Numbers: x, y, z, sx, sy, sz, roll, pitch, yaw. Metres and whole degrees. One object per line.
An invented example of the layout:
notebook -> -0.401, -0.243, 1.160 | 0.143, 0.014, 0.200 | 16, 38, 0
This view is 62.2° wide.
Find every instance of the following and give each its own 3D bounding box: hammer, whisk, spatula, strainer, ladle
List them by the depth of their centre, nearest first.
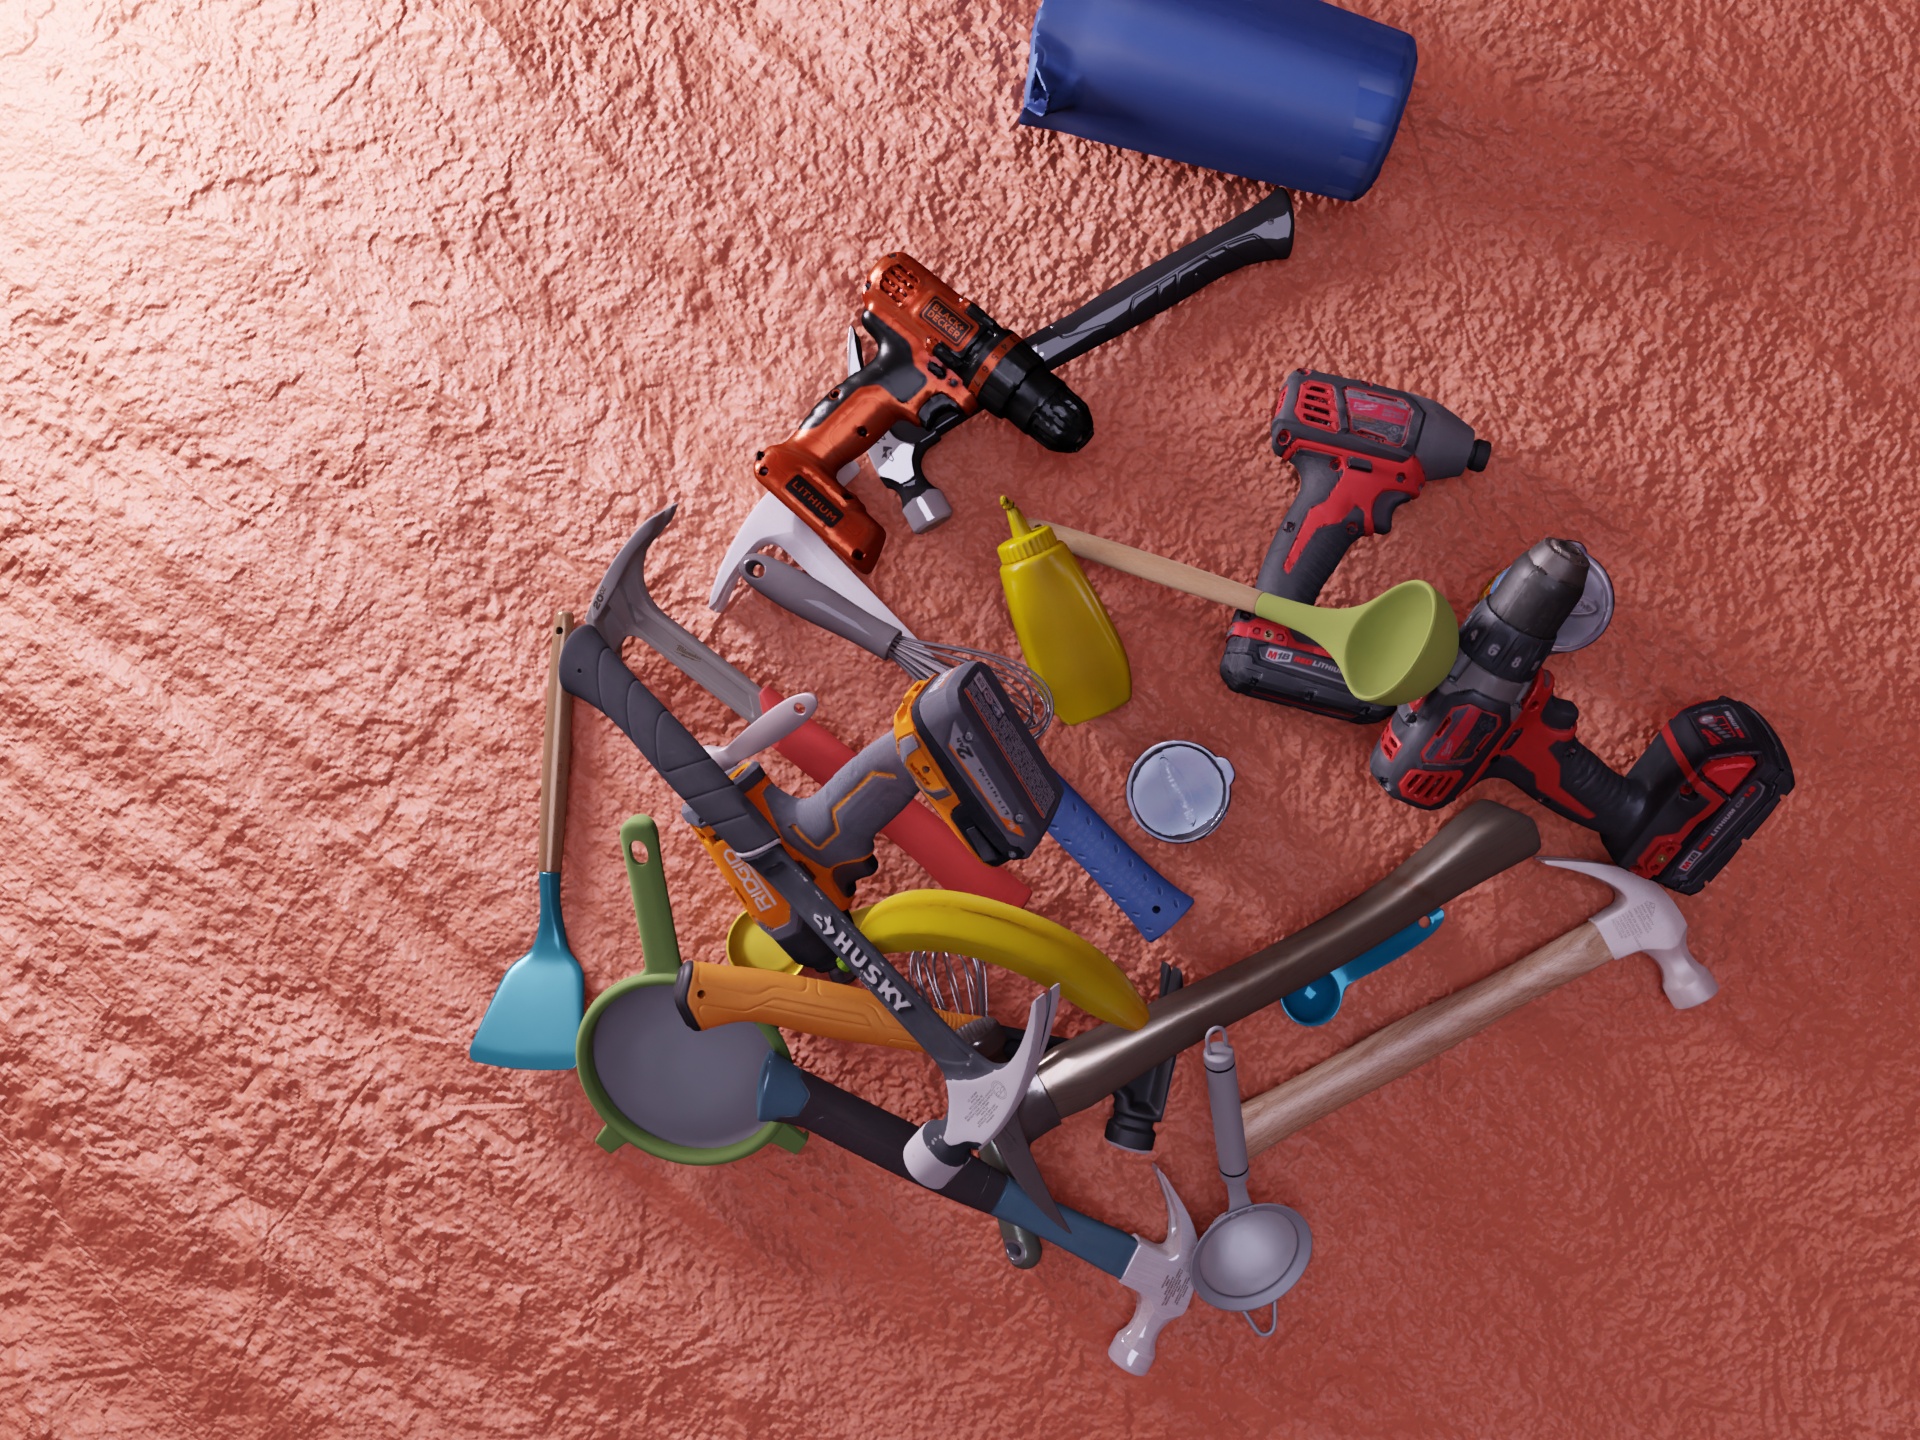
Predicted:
hammer -> -0.108, 0.088, 0.970 | 0.409, 0.036, 0.149 | 45, 117, 14
ladle -> 0.162, -0.085, 1.004 | 0.320, 0.062, 0.078 | 23, 87, 34
strainer -> 0.178, 0.294, 1.026 | 0.087, 0.050, 0.258 | -16, 120, -8
hammer -> -0.017, 0.193, 1.032 | 0.336, 0.034, 0.127 | 13, 89, -14
hammer -> 0.202, 0.175, 1.034 | 0.410, 0.038, 0.146 | -27, 99, -7
hammer -> 0.012, 0.307, 1.045 | 0.331, 0.033, 0.128 | 29, 88, -10
whisk -> -0.045, -0.053, 1.057 | 0.239, 0.055, 0.055 | 29, 91, 9
hammer -> 0.324, 0.199, 1.060 | 0.331, 0.031, 0.130 | -29, 87, 4
strainer -> -0.185, 0.173, 1.063 | 0.151, 0.069, 0.256 | -3, 109, 11
hammer -> -0.097, 0.013, 1.078 | 0.359, 0.037, 0.149 | 38, 124, 1
whisk -> 0.015, 0.254, 1.083 | 0.058, 0.059, 0.246 | -14, 92, 41
hammer -> 0.078, -0.271, 1.091 | 0.335, 0.035, 0.146 | -29, 87, 4
hammer -> -0.002, -0.003, 1.092 | 0.144, 0.035, 0.405 | -44, 86, 2
spatula -> -0.289, 0.081, 1.112 | 0.082, 0.044, 0.317 | 2, 88, 12

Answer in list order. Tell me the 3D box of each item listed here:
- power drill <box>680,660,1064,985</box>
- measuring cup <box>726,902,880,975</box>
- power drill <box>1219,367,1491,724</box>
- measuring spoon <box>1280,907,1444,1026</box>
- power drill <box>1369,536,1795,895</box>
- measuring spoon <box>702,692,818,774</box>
power drill -> -0.051, 0.074, 1.022 | 0.226, 0.084, 0.164 | -26, 102, 25
measuring cup -> -0.085, 0.145, 1.106 | 0.156, 0.029, 0.062 | -12, 85, -7
power drill -> 0.260, -0.115, 1.053 | 0.143, 0.078, 0.220 | 15, 87, 5
measuring spoon -> 0.271, 0.162, 1.077 | 0.128, 0.021, 0.042 | -31, 85, -5
power drill -> 0.390, -0.001, 0.978 | 0.226, 0.080, 0.187 | 20, 122, -9
measuring spoon -> -0.140, 0.015, 1.065 | 0.124, 0.018, 0.034 | -33, 100, 32
